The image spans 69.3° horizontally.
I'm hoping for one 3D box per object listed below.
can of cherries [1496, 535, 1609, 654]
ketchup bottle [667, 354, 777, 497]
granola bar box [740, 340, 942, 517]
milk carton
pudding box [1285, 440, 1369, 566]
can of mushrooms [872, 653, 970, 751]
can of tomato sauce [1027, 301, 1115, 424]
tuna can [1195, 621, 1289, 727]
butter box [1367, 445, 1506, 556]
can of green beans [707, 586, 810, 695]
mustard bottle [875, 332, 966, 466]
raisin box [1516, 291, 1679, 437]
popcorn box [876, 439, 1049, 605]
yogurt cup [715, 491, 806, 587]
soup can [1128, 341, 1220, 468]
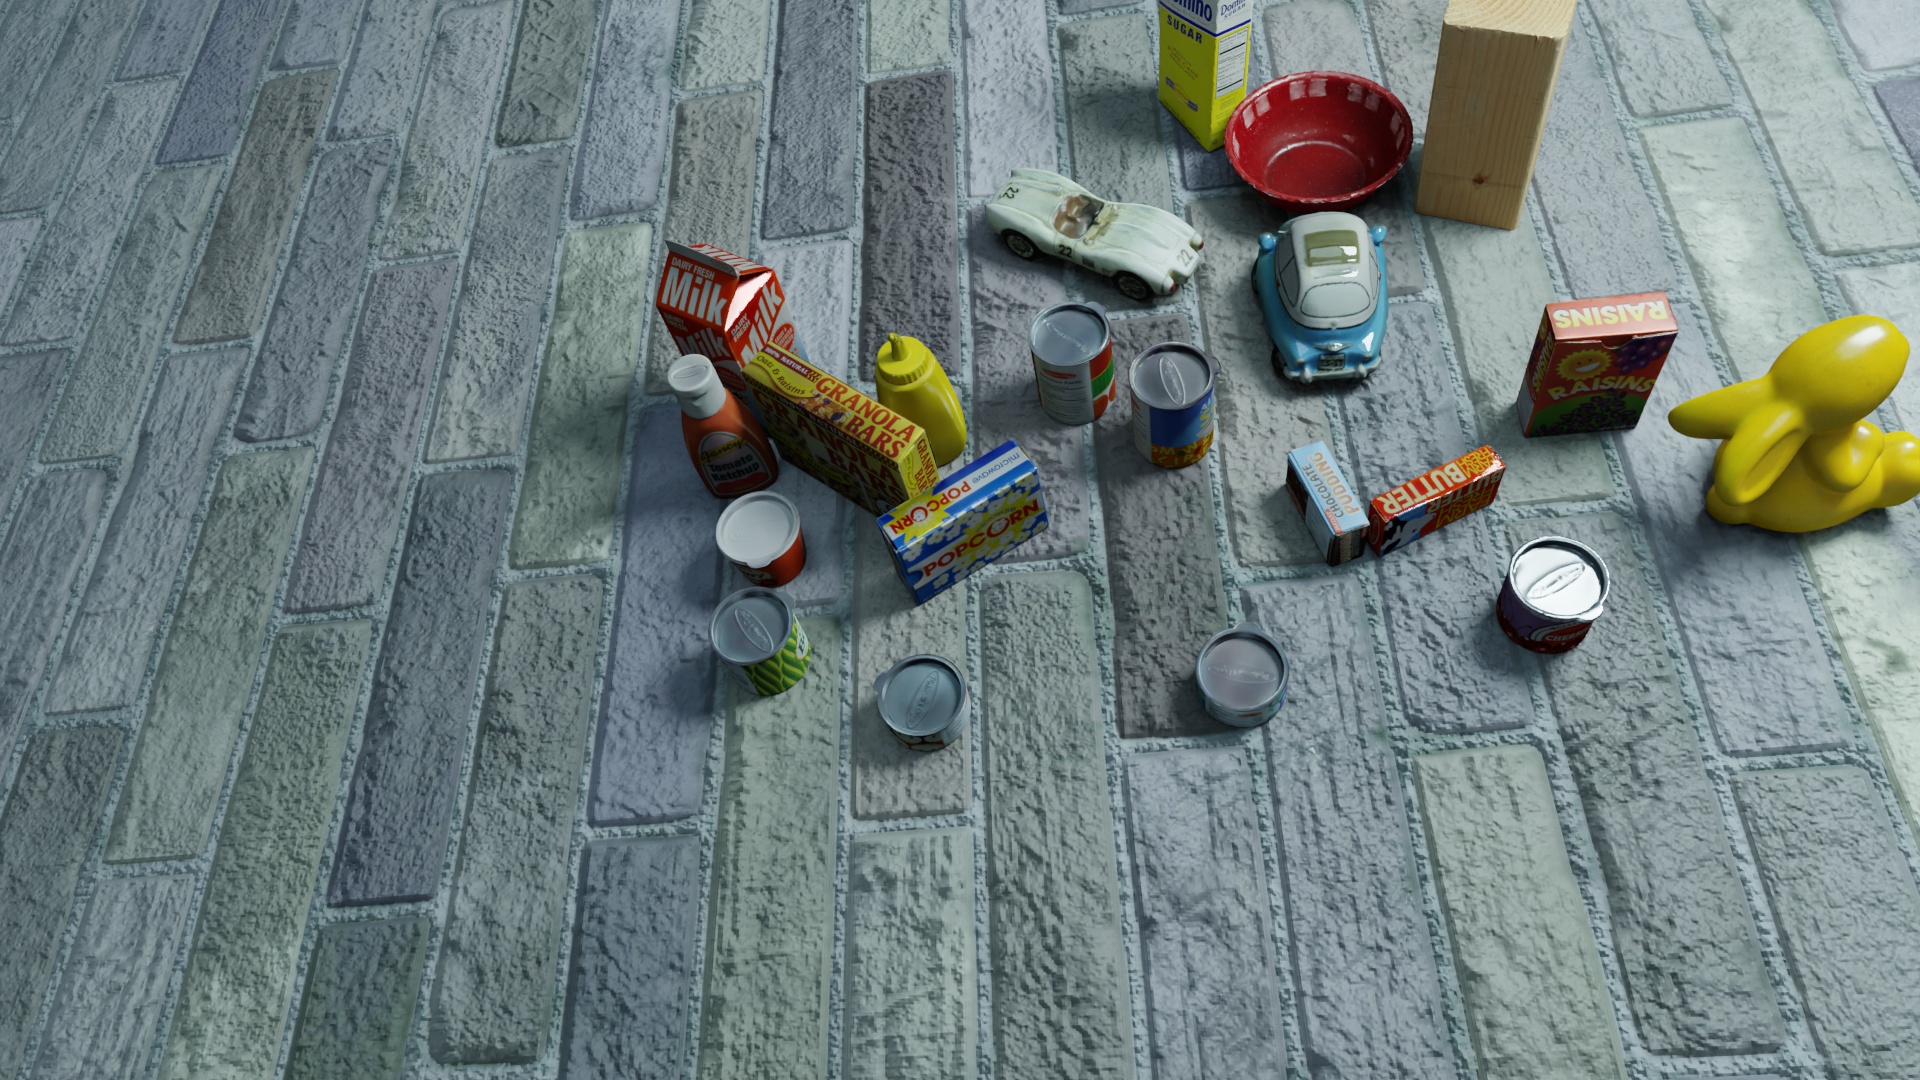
[{"bbox_3d":[0.419,0.042,0.984,0.071,0.058,0.072,-5,58,8],"label":"can of cherries"},{"bbox_3d":[-0.196,-0.092,1.123,0.065,0.148,0.044,-16,58,1],"label":"ketchup bottle"},{"bbox_3d":[-0.089,-0.077,1.109,0.166,0.123,0.039,31,69,25],"label":"granola bar box"},{"bbox_3d":[-0.187,-0.174,1.147,0.072,0.189,0.074,23,66,22],"label":"milk carton"},{"bbox_3d":[0.278,-0.029,1.057,0.030,0.049,0.084,-19,58,-2],"label":"pudding box"},{"bbox_3d":[-0.028,0.120,1.031,0.071,0.033,0.071,-5,58,8],"label":"can of mushrooms"},{"bbox_3d":[0.094,-0.146,1.143,0.071,0.082,0.071,-5,59,8],"label":"can of tomato sauce"},{"bbox_3d":[0.204,0.097,1.004,0.071,0.032,0.071,-5,58,8],"label":"tuna can"},{"bbox_3d":[0.355,-0.030,1.042,0.103,0.053,0.024,-25,58,-5],"label":"butter box"},{"bbox_3d":[-0.153,0.078,1.065,0.071,0.057,0.071,-5,58,8],"label":"can of green beans"},{"bbox_3d":[-0.036,-0.117,1.103,0.065,0.159,0.049,-18,58,-1],"label":"mustard bottle"},{"bbox_3d":[0.473,-0.129,1.040,0.086,0.123,0.040,-4,59,8],"label":"raisin box"},{"bbox_3d":[0.004,-0.013,1.076,0.127,0.085,0.038,-31,59,-9],"label":"popcorn box"},{"bbox_3d":[-0.156,0.002,1.114,0.072,0.053,0.073,-5,58,8],"label":"yogurt cup"},{"bbox_3d":[0.171,-0.107,1.104,0.071,0.083,0.071,-5,59,8],"label":"soup can"}]
